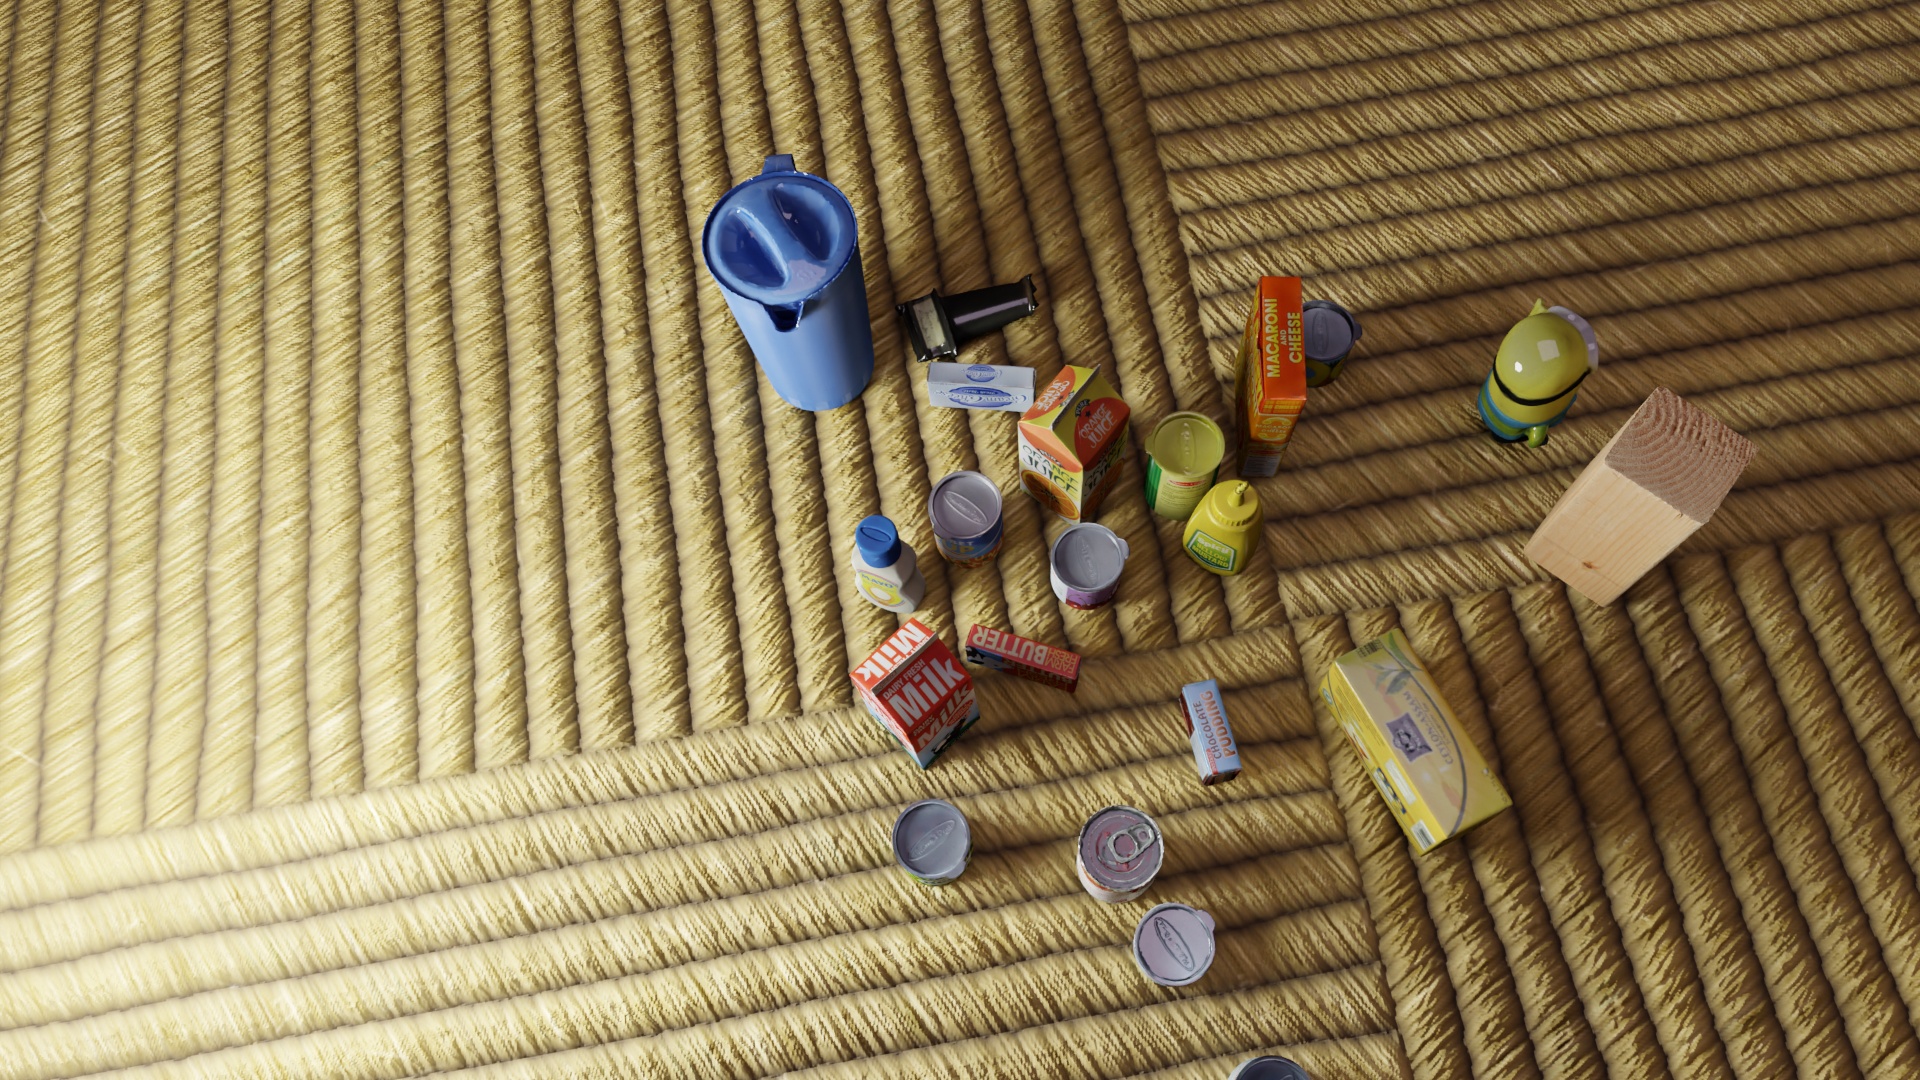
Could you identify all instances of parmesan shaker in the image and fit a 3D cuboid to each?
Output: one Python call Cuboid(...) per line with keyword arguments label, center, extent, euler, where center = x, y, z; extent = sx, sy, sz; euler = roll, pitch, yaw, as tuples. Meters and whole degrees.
Cuboid(label="parmesan shaker", center=(0.201, -0.067, 1.273), extent=(0.071, 0.102, 0.071), euler=(-1, 69, 3))

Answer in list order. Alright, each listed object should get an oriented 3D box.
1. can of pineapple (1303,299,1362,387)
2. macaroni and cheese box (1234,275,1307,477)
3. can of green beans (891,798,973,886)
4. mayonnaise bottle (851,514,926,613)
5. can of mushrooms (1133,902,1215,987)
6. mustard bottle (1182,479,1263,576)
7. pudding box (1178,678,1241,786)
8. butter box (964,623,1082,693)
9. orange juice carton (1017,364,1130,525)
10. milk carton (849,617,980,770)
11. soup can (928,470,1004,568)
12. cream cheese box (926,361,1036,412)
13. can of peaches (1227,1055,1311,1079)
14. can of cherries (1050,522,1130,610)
Cuboid(label="can of pineapple", center=(0.344, -0.188, 1.337), extent=(0.071, 0.057, 0.071), euler=(-1, 69, 3))
Cuboid(label="macaroni and cheese box", center=(0.279, -0.145, 1.265), extent=(0.040, 0.166, 0.124), euler=(1, 69, 4))
Cuboid(label="can of green beans", center=(-0.023, 0.258, 1.182), extent=(0.071, 0.057, 0.071), euler=(-1, 69, 3))
Cuboid(label="mayonnaise bottle", center=(-0.067, 0.021, 1.230), extent=(0.065, 0.147, 0.041), euler=(20, 72, 11))
Cuboid(label="can of mushrooms", center=(0.179, 0.335, 1.154), extent=(0.071, 0.033, 0.071), euler=(-1, 69, 3))
Cuboid(label="mustard bottle", center=(0.234, -0.018, 1.221), extent=(0.065, 0.159, 0.049), euler=(28, 73, 13))
Cuboid(label="pudding box", center=(0.216, 0.167, 1.209), extent=(0.030, 0.049, 0.084), euler=(-13, 69, -2))
Cuboid(label="butter box", center=(0.057, 0.105, 1.240), extent=(0.103, 0.053, 0.024), euler=(16, 71, 9))
Cuboid(label="orange juice carton", center=(0.101, -0.088, 1.239), extent=(0.073, 0.192, 0.072), euler=(36, 75, 15))
Cuboid(label="milk carton", center=(-0.037, 0.126, 1.164), extent=(0.072, 0.190, 0.073), euler=(-42, 72, -12))
Cuboid(label="soup can", center=(0.005, -0.016, 1.275), extent=(0.071, 0.083, 0.071), euler=(-1, 69, 3))
Cuboid(label="cream cheese box", center=(0.021, -0.148, 1.342), extent=(0.104, 0.053, 0.024), euler=(4, 69, 5))
Cuboid(label="can of peaches", center=(0.245, 0.443, 1.094), extent=(0.071, 0.058, 0.071), euler=(-1, 69, 3))
Cuboid(label="can of cherries", center=(0.118, 0.025, 1.266), extent=(0.071, 0.058, 0.072), euler=(-1, 69, 3))
